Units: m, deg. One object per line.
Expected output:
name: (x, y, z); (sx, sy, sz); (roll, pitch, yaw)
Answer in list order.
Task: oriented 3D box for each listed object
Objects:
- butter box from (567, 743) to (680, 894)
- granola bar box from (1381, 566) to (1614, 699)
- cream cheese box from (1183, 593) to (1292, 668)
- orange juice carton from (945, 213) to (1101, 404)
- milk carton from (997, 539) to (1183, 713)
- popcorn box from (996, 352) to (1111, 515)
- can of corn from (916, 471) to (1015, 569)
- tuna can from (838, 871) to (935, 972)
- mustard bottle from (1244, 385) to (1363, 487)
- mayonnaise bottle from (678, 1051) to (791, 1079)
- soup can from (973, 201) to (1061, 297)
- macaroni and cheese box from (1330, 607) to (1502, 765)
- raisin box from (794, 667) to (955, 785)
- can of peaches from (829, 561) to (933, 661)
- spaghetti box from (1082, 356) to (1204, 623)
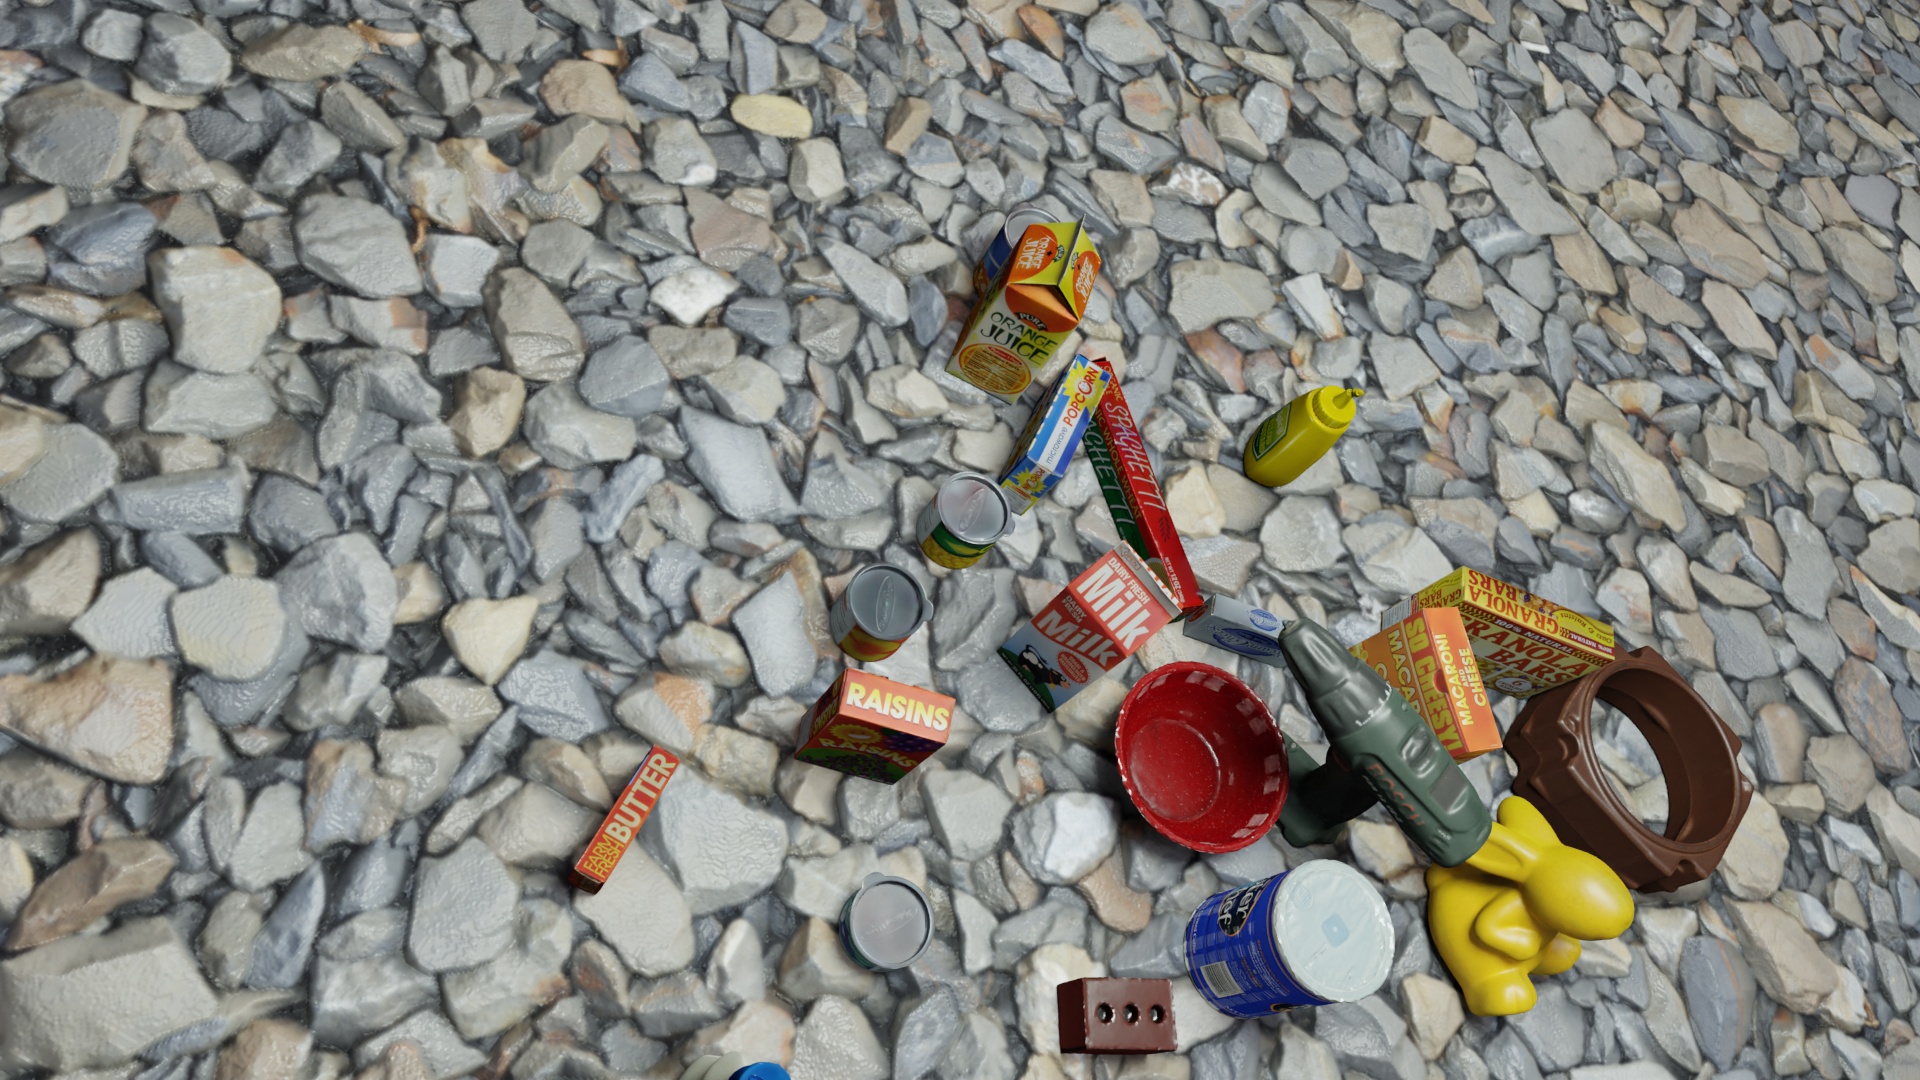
butter box: (-0.237, 0.198, 0.981); (0.024, 0.053, 0.104); (32, 59, -6)
granola bar box: (0.496, 0.089, 1.291); (0.165, 0.123, 0.039); (21, 61, -12)
cream cheese box: (0.257, 0.081, 1.238); (0.104, 0.053, 0.024); (19, 61, -13)
orange juice carton: (0.060, -0.204, 1.208); (0.073, 0.191, 0.072); (26, 60, -10)
milk carton: (0.109, 0.064, 1.105); (0.074, 0.189, 0.072); (-37, 84, -31)
popcorn box: (0.079, -0.093, 1.227); (0.038, 0.085, 0.127); (31, 59, -6)
can of corn: (0.004, -0.015, 1.176); (0.071, 0.058, 0.071); (9, 64, -18)
tuna can: (-0.056, 0.282, 1.028); (0.071, 0.032, 0.071); (9, 64, -18)
mustard bottle: (0.322, -0.106, 1.289); (0.049, 0.159, 0.065); (21, 61, -12)
mayonnaise bottle: (-0.143, 0.358, 0.890); (0.065, 0.147, 0.041); (46, 59, 2)
soup can: (0.056, -0.263, 1.298); (0.071, 0.083, 0.071); (9, 64, -18)
macaroni and cheese box: (0.376, 0.143, 1.192); (0.040, 0.165, 0.124); (-2, 68, -23)
raisin box: (-0.066, 0.140, 1.037); (0.086, 0.123, 0.040); (18, 61, -14)
can of peaches: (-0.065, 0.059, 1.114); (0.071, 0.057, 0.071); (9, 64, -18)
spaghetti box: (0.154, -0.046, 1.257); (0.029, 0.050, 0.250); (-11, 71, -26)
